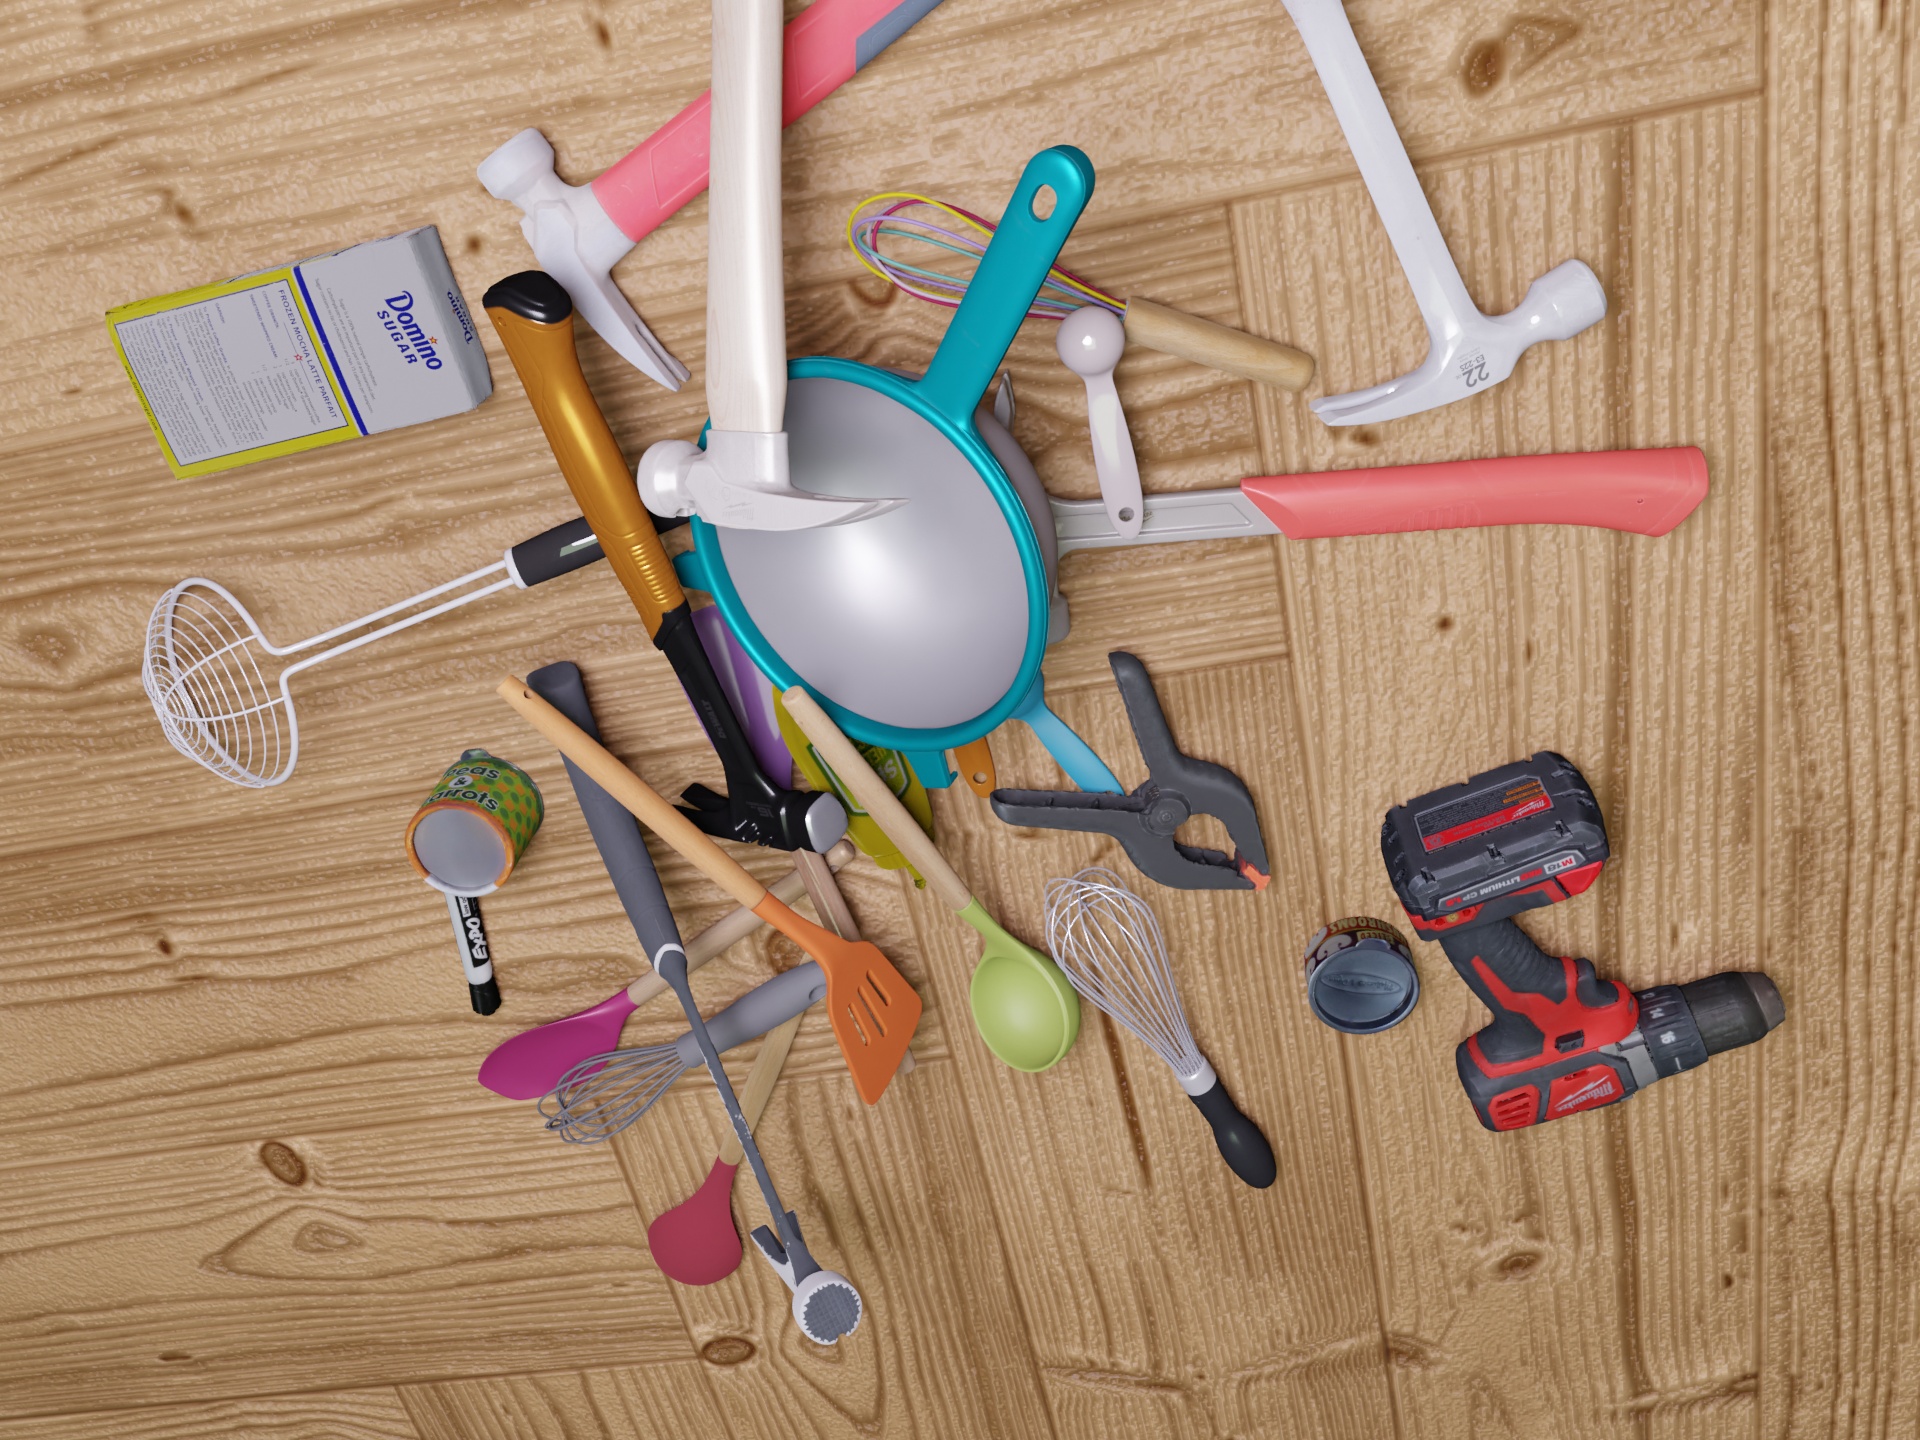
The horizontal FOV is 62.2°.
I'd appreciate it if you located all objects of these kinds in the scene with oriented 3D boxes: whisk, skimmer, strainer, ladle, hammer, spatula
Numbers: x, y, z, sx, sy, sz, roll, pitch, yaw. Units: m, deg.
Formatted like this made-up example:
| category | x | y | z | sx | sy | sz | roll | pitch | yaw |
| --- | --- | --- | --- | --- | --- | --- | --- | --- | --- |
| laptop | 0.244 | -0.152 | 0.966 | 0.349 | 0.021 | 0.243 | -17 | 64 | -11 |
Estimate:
| category | x | y | z | sx | sy | sz | roll | pitch | yaw |
| --- | --- | --- | --- | --- | --- | --- | --- | --- | --- |
| whisk | -0.175 | 0.209 | 1.016 | 0.239 | 0.055 | 0.055 | -31 | 111 | 18 |
| whisk | 0.131 | 0.199 | 0.991 | 0.070 | 0.070 | 0.284 | -25 | 117 | 17 |
| skimmer | -0.300 | -0.067 | 0.904 | 0.363 | 0.090 | 0.127 | -21 | 98 | 4 |
| strainer | -0.004 | -0.135 | 0.770 | 0.211 | 0.095 | 0.340 | 39 | 133 | 8 |
| ladle | -0.146 | 0.275 | 1.070 | 0.069 | 0.031 | 0.315 | 21 | 115 | -4 |
| whisk | 0.061 | -0.210 | 0.791 | 0.245 | 0.051 | 0.047 | 16 | 112 | -6 |
| hammer | -0.166 | -0.071 | 0.834 | 0.127 | 0.034 | 0.336 | 6 | 129 | 37 |
| spatula | -0.137 | 0.089 | 0.900 | 0.322 | 0.081 | 0.041 | 43 | 136 | -14 |
| spatula | -0.091 | 0.077 | 0.949 | 0.060 | 0.018 | 0.315 | -18 | 106 | 15 |
| hammer | 0.196 | -0.122 | 0.827 | 0.359 | 0.037 | 0.149 | -4 | 117 | 8 |
| ladle | -0.018 | 0.097 | 0.901 | 0.078 | 0.062 | 0.319 | 8 | 145 | 41 |
| hammer | -0.086 | -0.289 | 0.691 | 0.146 | 0.038 | 0.410 | 11 | 107 | 37 |
| hammer | -0.042 | -0.314 | 0.749 | 0.386 | 0.038 | 0.143 | -31 | 112 | 19 |
| hammer | 0.151 | -0.313 | 0.701 | 0.144 | 0.035 | 0.405 | -30 | 117 | 9 |
| hammer | -0.162 | 0.156 | 0.930 | 0.036 | 0.149 | 0.409 | -23 | 93 | -17 |

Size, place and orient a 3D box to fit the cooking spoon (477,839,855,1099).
| category | x | y | z | sx | sy | sz | roll | pitch | yaw |
| --- | --- | --- | --- | --- | --- | --- | --- | --- | --- |
| cooking spoon | -0.190 | 0.163 | 1.018 | 0.319 | 0.017 | 0.068 | -35 | 129 | 20 |

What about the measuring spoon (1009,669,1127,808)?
| category | x | y | z | sx | sy | sz | roll | pitch | yaw |
| --- | --- | --- | --- | --- | --- | --- | --- | --- | --- |
| measuring spoon | 0.055 | 0.013 | 0.916 | 0.042 | 0.021 | 0.128 | -36 | 108 | 21 |

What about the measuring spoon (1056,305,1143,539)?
| category | x | y | z | sx | sy | sz | roll | pitch | yaw |
| --- | --- | --- | --- | --- | --- | --- | --- | --- | --- |
| measuring spoon | 0.075 | -0.145 | 0.795 | 0.034 | 0.018 | 0.124 | -12 | 118 | 7 |

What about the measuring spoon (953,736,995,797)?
| category | x | y | z | sx | sy | sz | roll | pitch | yaw |
| --- | --- | --- | --- | --- | --- | --- | --- | --- | --- |
| measuring spoon | -0.001 | -0.003 | 0.919 | 0.021 | 0.011 | 0.116 | -13 | 115 | 12 |

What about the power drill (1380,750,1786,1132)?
| category | x | y | z | sx | sy | sz | roll | pitch | yaw |
| --- | --- | --- | --- | --- | --- | --- | --- | --- | --- |
| power drill | 0.359 | 0.132 | 0.922 | 0.188 | 0.080 | 0.226 | -22 | 116 | 16 |
